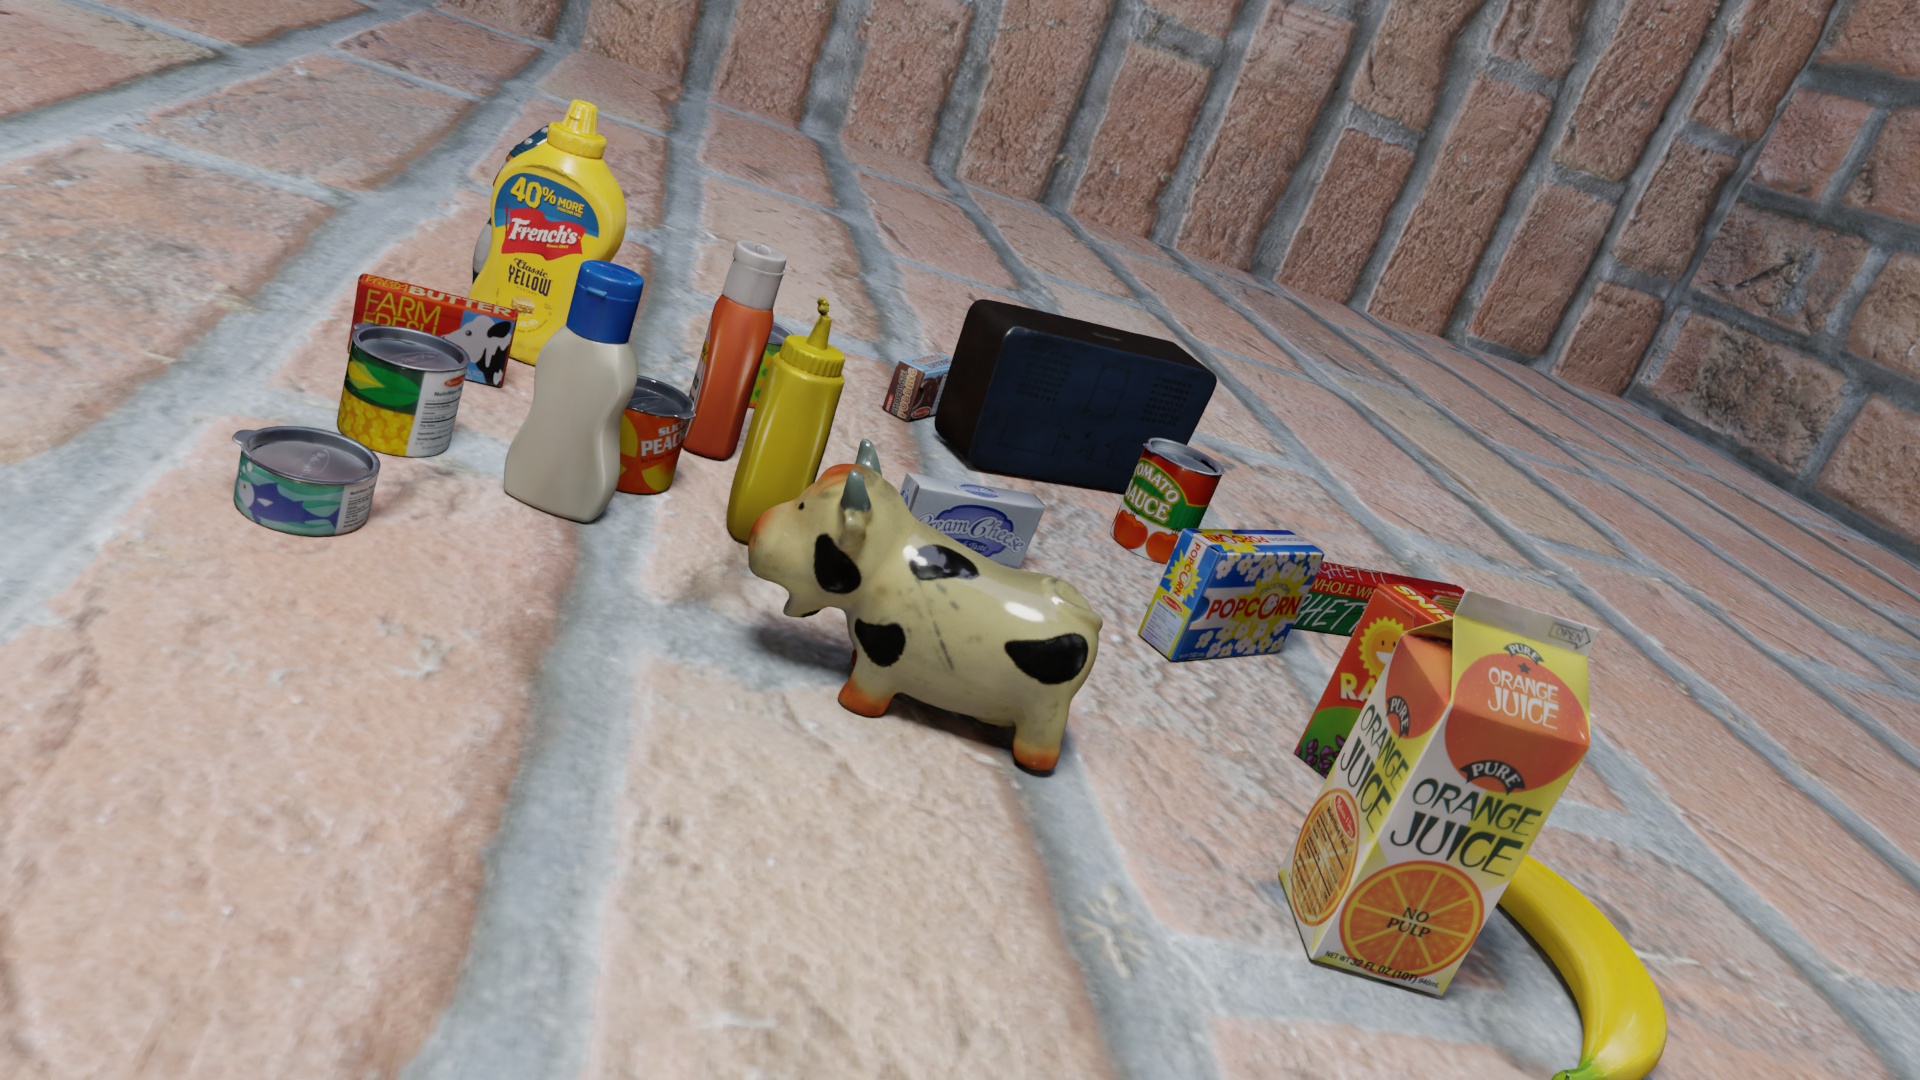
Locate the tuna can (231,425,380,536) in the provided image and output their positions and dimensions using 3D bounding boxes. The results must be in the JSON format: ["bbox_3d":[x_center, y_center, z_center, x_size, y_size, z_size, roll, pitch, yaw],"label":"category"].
[{"bbox_3d":[-0.341,-0.032,0.719,0.071,0.032,0.071,18,21,-7],"label":"tuna can"}]

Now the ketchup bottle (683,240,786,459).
[{"bbox_3d":[-0.159,-0.135,0.977,0.043,0.148,0.065,15,21,-15],"label":"ketchup bottle"}]

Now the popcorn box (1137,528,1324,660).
[{"bbox_3d":[0.191,0.037,0.970,0.127,0.085,0.038,1,28,-42],"label":"popcorn box"}]

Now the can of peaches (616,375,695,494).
[{"bbox_3d":[-0.210,-0.068,0.895,0.071,0.057,0.071,18,21,-7],"label":"can of peaches"}]

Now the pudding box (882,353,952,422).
[{"bbox_3d":[-0.032,-0.138,1.242,0.030,0.049,0.084,28,22,19],"label":"pudding box"}]

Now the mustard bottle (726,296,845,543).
[{"bbox_3d":[-0.104,-0.075,0.866,0.049,0.159,0.065,14,21,-16],"label":"mustard bottle"}]

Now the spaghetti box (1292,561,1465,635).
[{"bbox_3d":[0.303,0.047,1.098,0.250,0.050,0.029,9,24,-28],"label":"spaghetti box"}]

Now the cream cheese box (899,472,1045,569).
[{"bbox_3d":[0.003,-0.012,0.961,0.104,0.053,0.024,9,24,-29],"label":"cream cheese box"}]

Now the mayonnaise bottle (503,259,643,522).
[{"bbox_3d":[-0.219,-0.087,0.807,0.065,0.147,0.041,21,20,1],"label":"mayonnaise bottle"}]

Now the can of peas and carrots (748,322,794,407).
[{"bbox_3d":[-0.174,-0.146,1.117,0.071,0.058,0.071,18,21,-7],"label":"can of peas and carrots"}]

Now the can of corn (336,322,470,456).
[{"bbox_3d":[-0.336,-0.091,0.832,0.071,0.058,0.071,18,21,-7],"label":"can of corn"}]

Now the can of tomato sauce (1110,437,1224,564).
[{"bbox_3d":[0.164,-0.032,1.116,0.071,0.082,0.071,18,21,-7],"label":"can of tomato sauce"}]

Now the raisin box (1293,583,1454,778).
[{"bbox_3d":[0.265,0.099,0.832,0.040,0.123,0.086,1,28,-42],"label":"raisin box"}]

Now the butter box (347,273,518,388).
[{"bbox_3d":[-0.359,-0.143,0.946,0.103,0.053,0.024,12,22,-21],"label":"butter box"}]

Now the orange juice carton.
[{"bbox_3d":[0.230,0.115,0.665,0.072,0.192,0.073,18,21,-8],"label":"orange juice carton"}]
